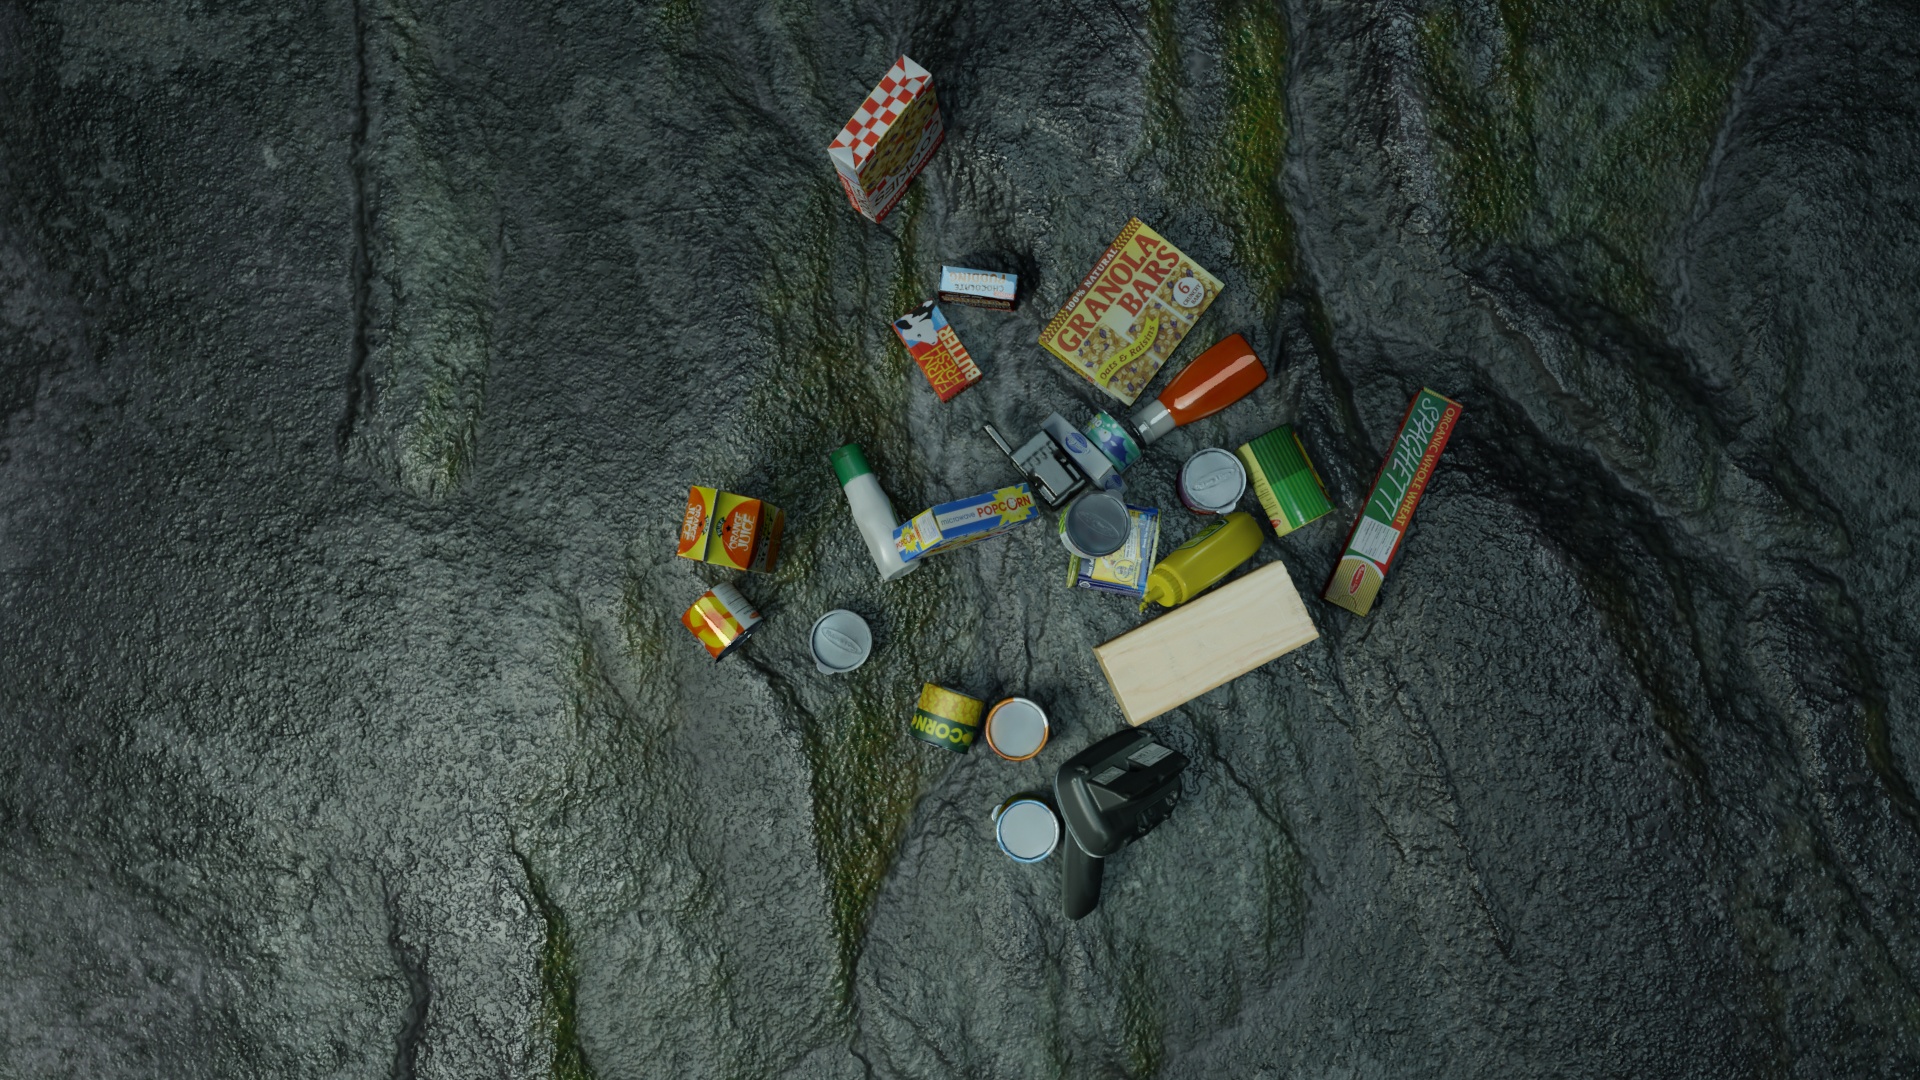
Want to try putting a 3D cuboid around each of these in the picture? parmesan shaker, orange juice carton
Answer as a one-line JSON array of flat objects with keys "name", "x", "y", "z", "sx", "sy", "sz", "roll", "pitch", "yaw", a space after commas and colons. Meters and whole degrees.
[{"name": "parmesan shaker", "x": 0.340, "y": -0.064, "z": 1.451, "sx": 0.071, "sy": 0.071, "sz": 0.103, "roll": -26, "pitch": 85, "yaw": -1}, {"name": "orange juice carton", "x": -0.231, "y": -0.010, "z": 1.399, "sx": 0.073, "sy": 0.192, "sz": 0.072, "roll": 12, "pitch": 87, "yaw": 3}]

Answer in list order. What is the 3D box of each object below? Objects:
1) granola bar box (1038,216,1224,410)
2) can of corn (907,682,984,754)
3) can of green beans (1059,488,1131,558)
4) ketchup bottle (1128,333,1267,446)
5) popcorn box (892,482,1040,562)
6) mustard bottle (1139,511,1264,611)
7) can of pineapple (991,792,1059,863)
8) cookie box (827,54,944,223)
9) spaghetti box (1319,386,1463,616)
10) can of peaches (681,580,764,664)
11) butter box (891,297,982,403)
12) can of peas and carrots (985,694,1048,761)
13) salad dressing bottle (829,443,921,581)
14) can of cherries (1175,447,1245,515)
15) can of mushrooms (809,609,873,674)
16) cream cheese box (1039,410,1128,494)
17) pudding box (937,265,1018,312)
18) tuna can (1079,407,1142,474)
[{"name": "granola bar box", "x": 0.182, "y": -0.242, "z": 1.486, "sx": 0.124, "sy": 0.039, "sz": 0.165, "roll": 38, "pitch": 87, "yaw": 3}, {"name": "can of corn", "x": -0.015, "y": 0.184, "z": 1.440, "sx": 0.071, "sy": 0.071, "sz": 0.058, "roll": 18, "pitch": 86, "yaw": 3}, {"name": "can of green beans", "x": 0.135, "y": -0.015, "z": 1.400, "sx": 0.071, "sy": 0.058, "sz": 0.071, "roll": 0, "pitch": 86, "yaw": -2}, {"name": "ketchup bottle", "x": 0.249, "y": -0.156, "z": 1.475, "sx": 0.149, "sy": 0.043, "sz": 0.065, "roll": -34, "pitch": 85, "yaw": -1}, {"name": "popcorn box", "x": 0.005, "y": -0.018, "z": 1.422, "sx": 0.127, "sy": 0.085, "sz": 0.038, "roll": -15, "pitch": 81, "yaw": -34}, {"name": "mustard bottle", "x": 0.240, "y": 0.026, "z": 1.426, "sx": 0.161, "sy": 0.065, "sz": 0.049, "roll": -33, "pitch": 95, "yaw": -27}, {"name": "can of pineapple", "x": 0.067, "y": 0.296, "z": 1.435, "sx": 0.071, "sy": 0.058, "sz": 0.071, "roll": 0, "pitch": 86, "yaw": 2}, {"name": "cookie box", "x": -0.073, "y": -0.411, "z": 1.441, "sx": 0.040, "sy": 0.167, "sz": 0.123, "roll": 37, "pitch": 88, "yaw": 7}, {"name": "spaghetti box", "x": 0.456, "y": -0.041, "z": 1.468, "sx": 0.050, "sy": 0.028, "sz": 0.250, "roll": 26, "pitch": 86, "yaw": 3}, {"name": "can of peaches", "x": -0.251, "y": 0.085, "z": 1.456, "sx": 0.071, "sy": 0.071, "sz": 0.058, "roll": -42, "pitch": 86, "yaw": -2}, {"name": "butter box", "x": -0.025, "y": -0.204, "z": 1.494, "sx": 0.053, "sy": 0.024, "sz": 0.103, "roll": -33, "pitch": 85, "yaw": -2}, {"name": "can of peas and carrots", "x": 0.057, "y": 0.197, "z": 1.443, "sx": 0.071, "sy": 0.058, "sz": 0.071, "roll": 0, "pitch": 85, "yaw": 2}, {"name": "salad dressing bottle", "x": -0.092, "y": -0.031, "z": 1.466, "sx": 0.044, "sy": 0.064, "sz": 0.148, "roll": -25, "pitch": 78, "yaw": -7}, {"name": "can of cherries", "x": 0.262, "y": -0.059, "z": 1.459, "sx": 0.071, "sy": 0.058, "sz": 0.071, "roll": 0, "pitch": 85, "yaw": 0}, {"name": "can of mushrooms", "x": -0.127, "y": 0.108, "z": 1.467, "sx": 0.071, "sy": 0.033, "sz": 0.071, "roll": 0, "pitch": 86, "yaw": 1}, {"name": "cream cheese box", "x": 0.129, "y": -0.088, "z": 1.445, "sx": 0.024, "sy": 0.053, "sz": 0.104, "roll": -43, "pitch": 54, "yaw": 2}, {"name": "pudding box", "x": 0.018, "y": -0.269, "z": 1.486, "sx": 0.084, "sy": 0.049, "sz": 0.030, "roll": 8, "pitch": 84, "yaw": 1}, {"name": "tuna can", "x": 0.156, "y": -0.104, "z": 1.460, "sx": 0.033, "sy": 0.071, "sz": 0.071, "roll": -42, "pitch": 86, "yaw": -1}]
